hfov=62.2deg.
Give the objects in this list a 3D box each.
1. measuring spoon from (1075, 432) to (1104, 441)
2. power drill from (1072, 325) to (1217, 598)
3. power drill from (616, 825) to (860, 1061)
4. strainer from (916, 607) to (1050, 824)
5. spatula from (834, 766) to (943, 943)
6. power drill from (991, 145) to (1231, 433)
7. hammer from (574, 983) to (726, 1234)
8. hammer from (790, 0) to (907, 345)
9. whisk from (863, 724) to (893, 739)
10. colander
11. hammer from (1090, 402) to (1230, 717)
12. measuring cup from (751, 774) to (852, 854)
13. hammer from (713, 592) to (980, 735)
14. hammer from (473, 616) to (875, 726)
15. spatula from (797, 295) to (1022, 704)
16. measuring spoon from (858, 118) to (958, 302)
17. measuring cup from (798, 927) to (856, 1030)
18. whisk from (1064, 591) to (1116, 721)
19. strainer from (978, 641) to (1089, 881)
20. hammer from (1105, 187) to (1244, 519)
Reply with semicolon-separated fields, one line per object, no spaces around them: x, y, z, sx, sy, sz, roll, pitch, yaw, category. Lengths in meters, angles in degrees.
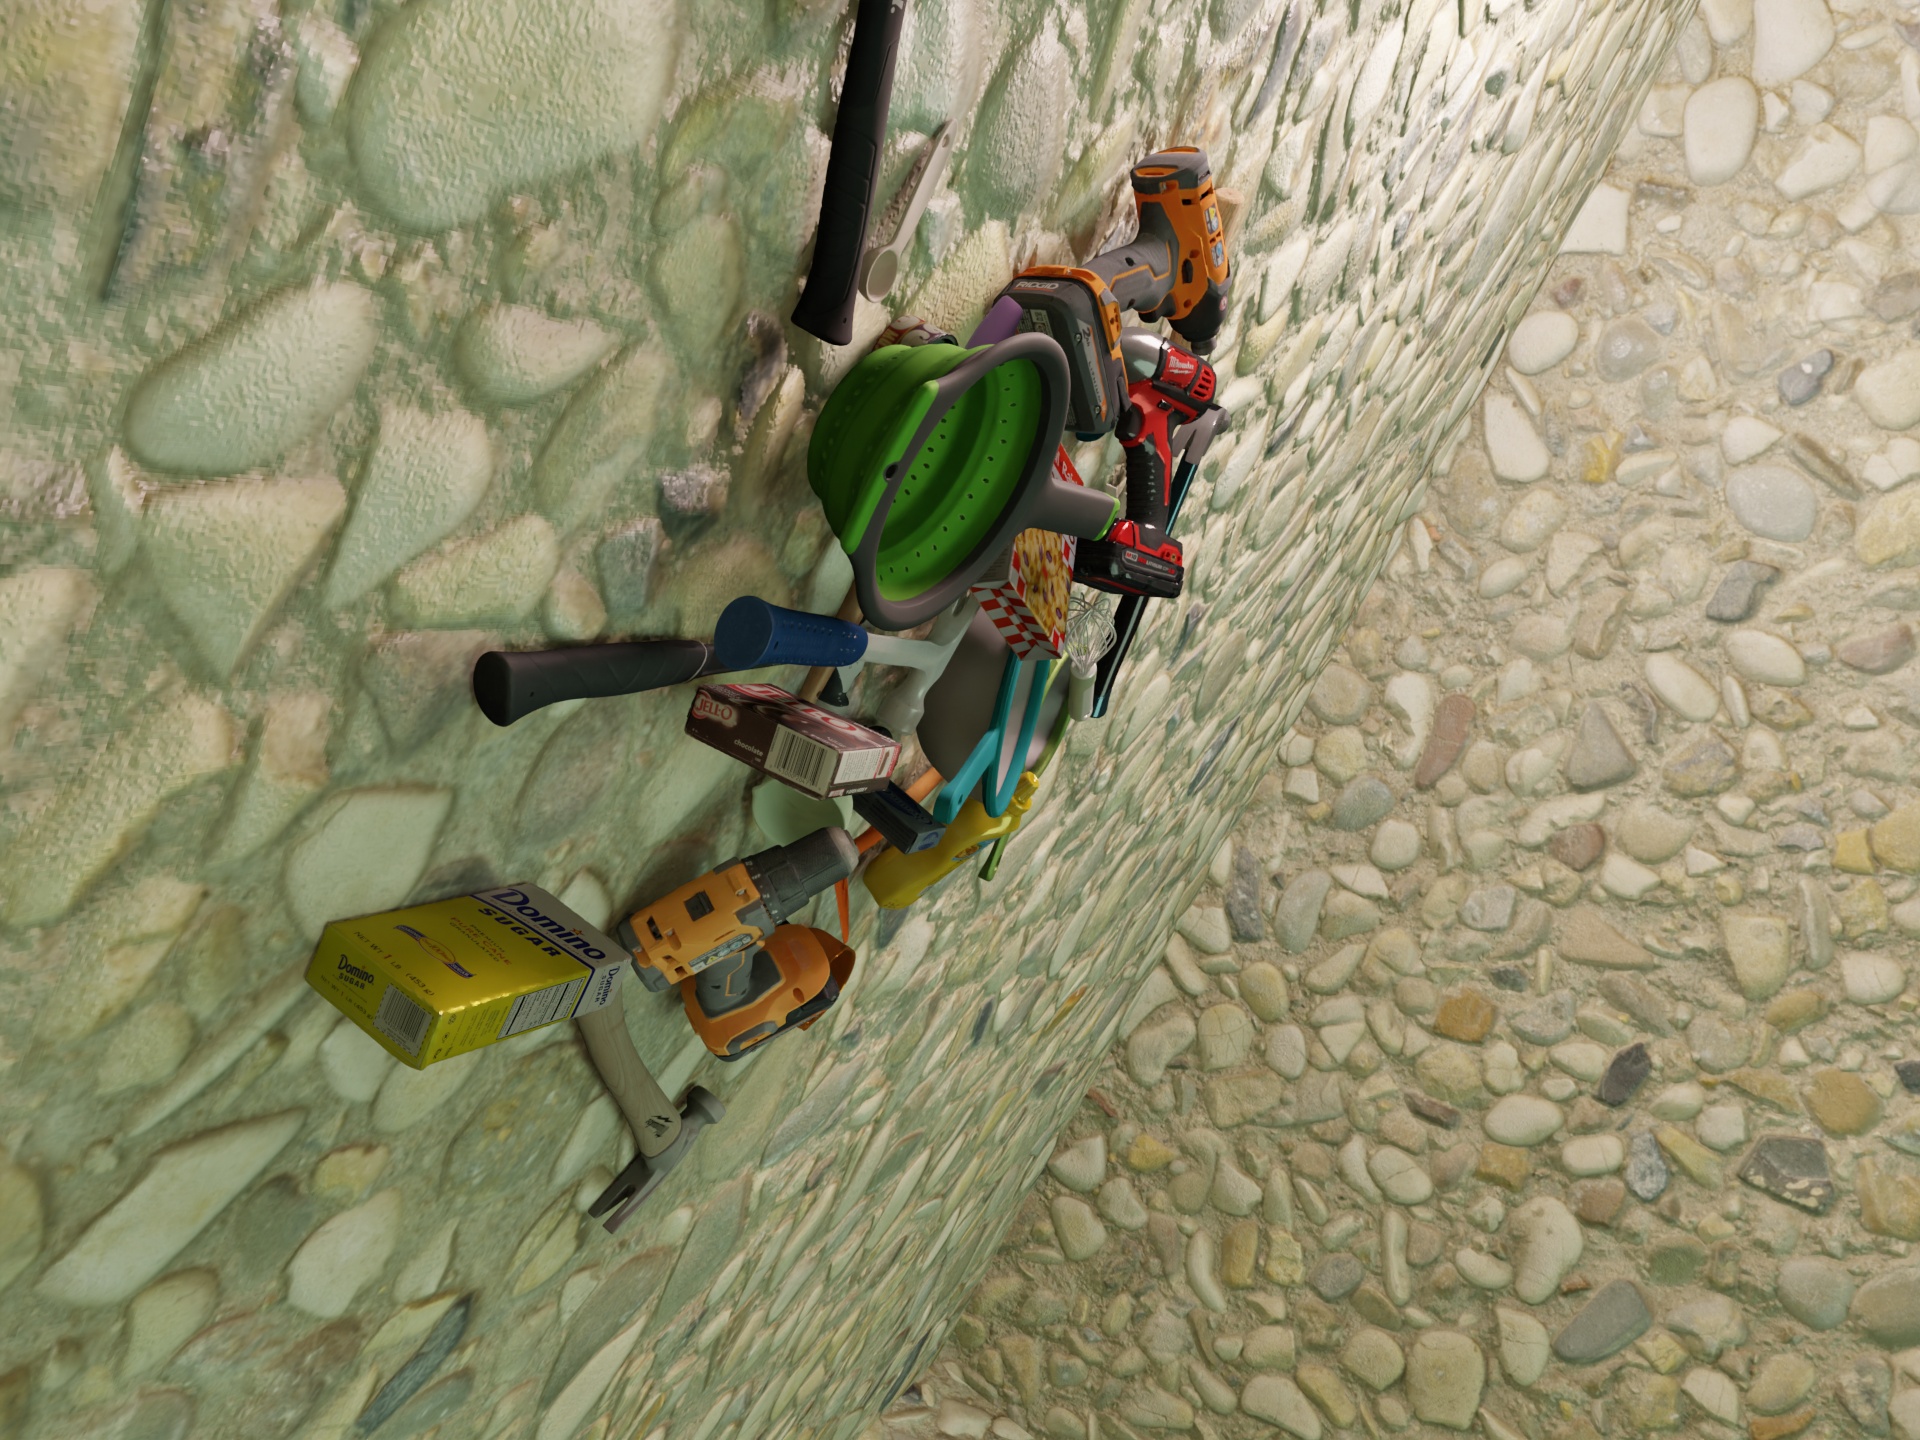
0.142;-0.274;1.440;0.128;0.021;0.042;-27;144;-56;measuring spoon
0.145;-0.223;1.359;0.143;0.079;0.220;13;87;-46;power drill
-0.154;0.171;1.244;0.185;0.084;0.226;-28;152;-10;power drill
-0.002;-0.004;1.318;0.340;0.095;0.211;-54;157;-63;strainer
-0.058;0.092;1.422;0.323;0.041;0.081;-43;130;-60;spatula
0.130;-0.311;1.207;0.226;0.084;0.164;-47;134;-31;power drill
-0.274;0.292;1.274;0.146;0.038;0.410;-47;158;-25;hammer
-0.044;-0.353;0.850;0.146;0.035;0.334;-37;152;-44;hammer
-0.074;0.024;1.262;0.055;0.055;0.239;-59;180;4;whisk
0.006;-0.167;1.060;0.204;0.094;0.397;-61;160;14;colander
0.189;-0.157;1.581;0.331;0.033;0.128;-69;167;13;hammer
-0.143;0.091;1.266;0.167;0.083;0.038;-51;-170;39;measuring cup
-0.066;-0.055;1.075;0.144;0.035;0.405;-60;167;8;hammer
-0.163;-0.043;1.035;0.409;0.036;0.149;-13;131;-63;hammer
-0.039;-0.148;1.100;0.316;0.018;0.059;-62;160;9;spatula
-0.034;-0.314;0.972;0.124;0.018;0.034;-64;161;-3;measuring spoon
-0.162;0.238;1.440;0.173;0.052;0.095;-6;125;-64;measuring cup
0.116;-0.052;1.481;0.058;0.059;0.246;-51;164;-16;whisk
0.046;0.032;1.575;0.256;0.069;0.151;-70;164;11;strainer
0.198;-0.326;1.469;0.130;0.031;0.331;-48;158;-50;hammer
